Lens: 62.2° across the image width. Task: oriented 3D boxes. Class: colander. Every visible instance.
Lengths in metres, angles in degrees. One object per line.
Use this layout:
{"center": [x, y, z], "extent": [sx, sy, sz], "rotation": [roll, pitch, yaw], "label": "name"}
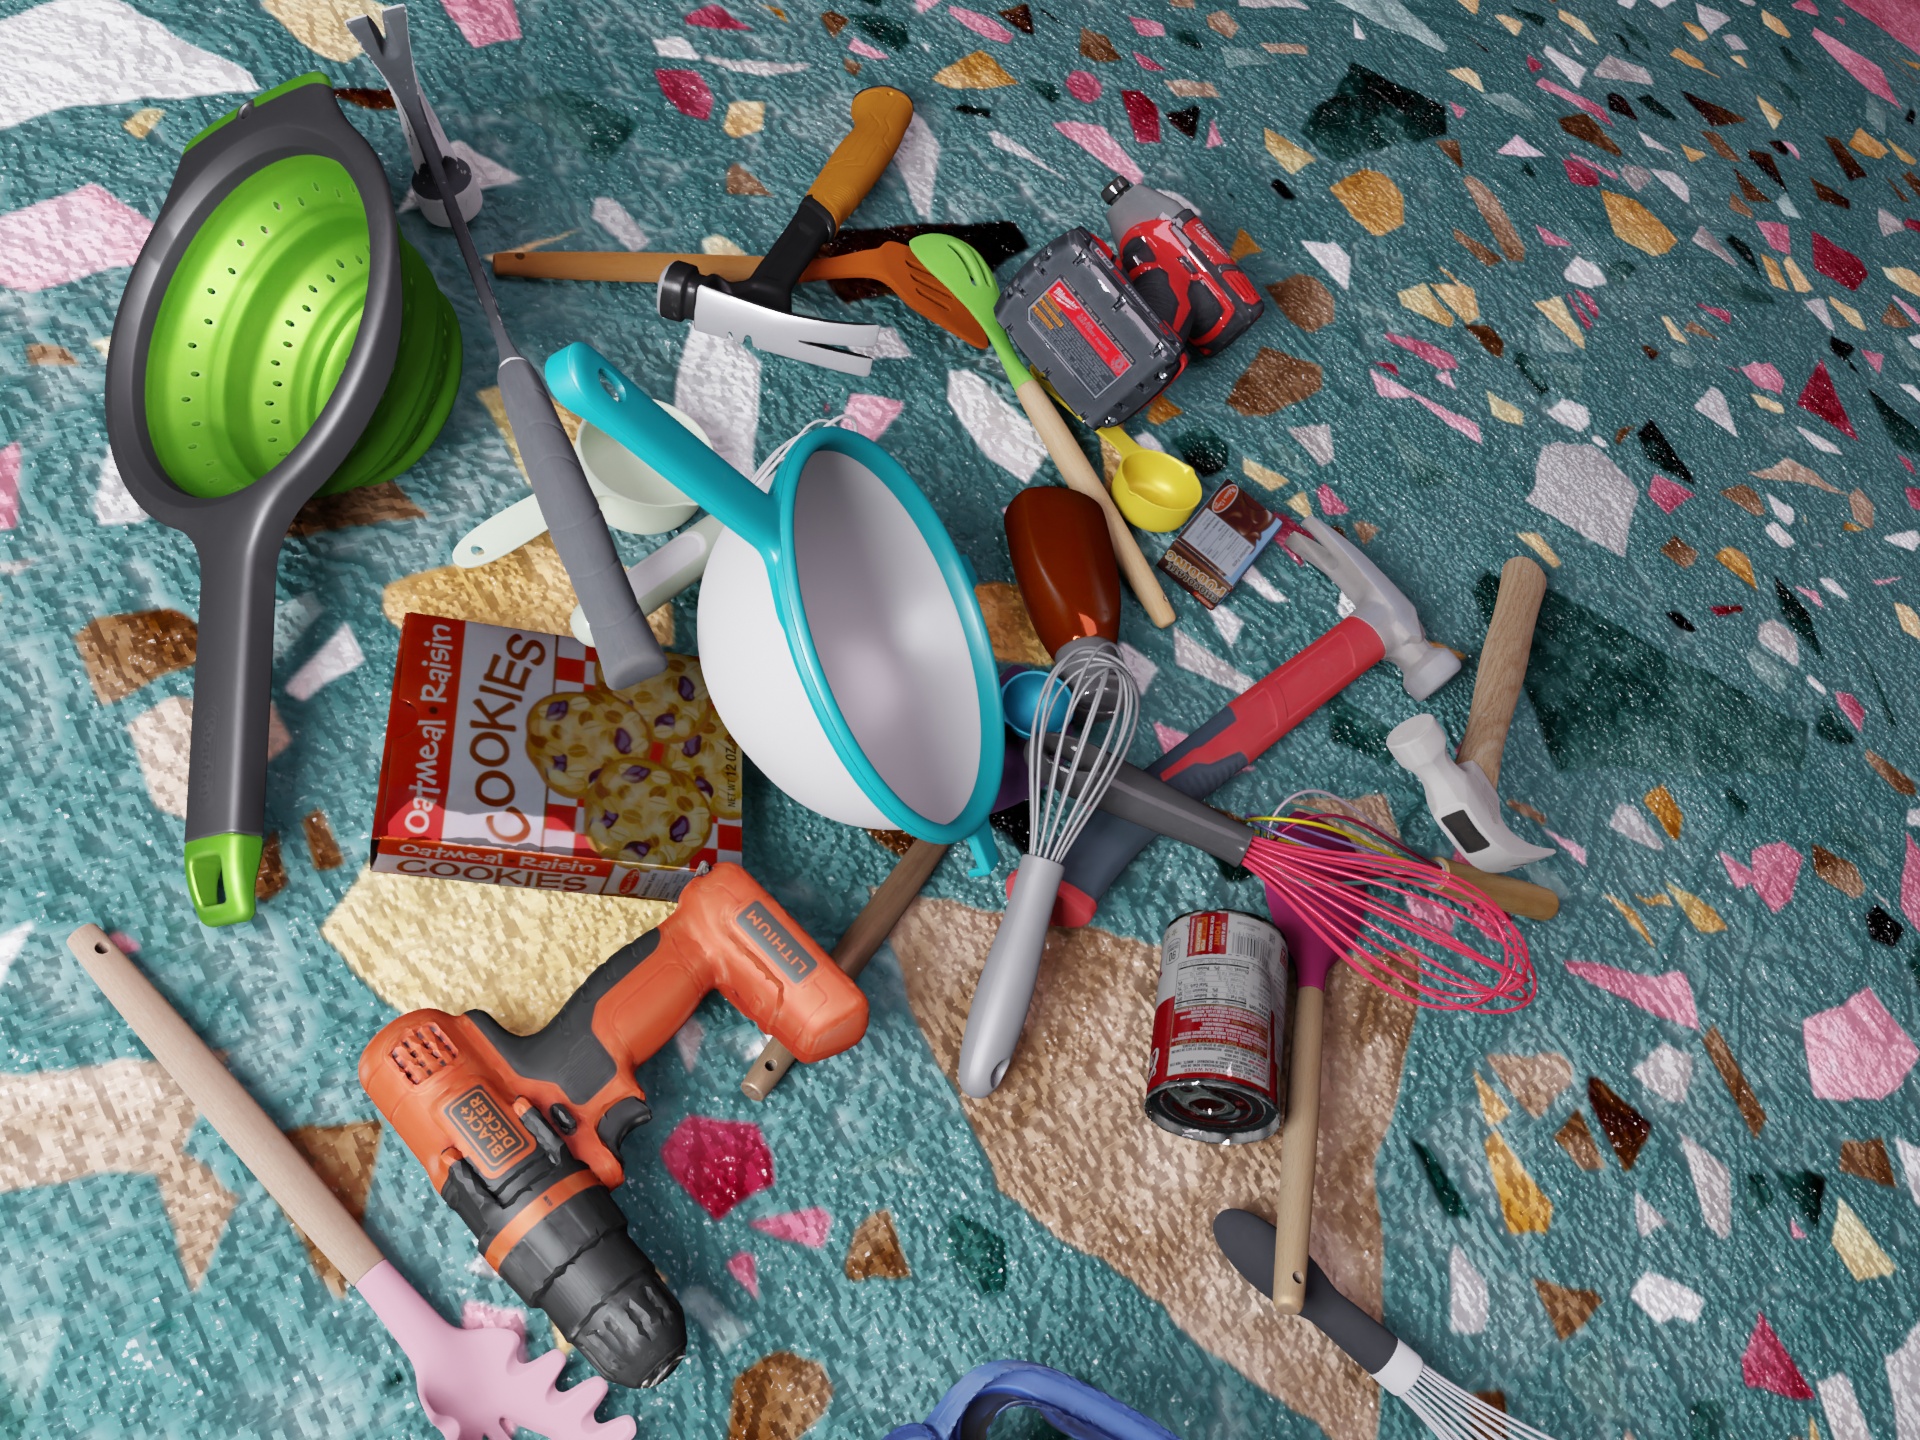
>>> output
{"center": [-0.307, -0.099, 0.751], "extent": [0.094, 0.204, 0.397], "rotation": [20, 62, -57], "label": "colander"}

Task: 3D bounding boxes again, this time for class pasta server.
{"center": [-0.248, 0.194, 0.627], "extent": [0.316, 0.040, 0.060], "rotation": [45, 39, 8], "label": "pasta server"}

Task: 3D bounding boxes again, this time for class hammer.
{"center": [0.346, -0.019, 1.019], "extent": [0.130, 0.031, 0.331], "rotation": [54, 37, -13], "label": "hammer"}
{"center": [-0.077, -0.327, 1.013], "extent": [0.127, 0.034, 0.337], "rotation": [17, 43, 1], "label": "hammer"}
{"center": [0.153, -0.001, 0.950], "extent": [0.386, 0.038, 0.143], "rotation": [-32, 76, -37], "label": "hammer"}
{"center": [-0.224, -0.184, 0.792], "extent": [0.036, 0.149, 0.409], "rotation": [-22, 64, -10], "label": "hammer"}

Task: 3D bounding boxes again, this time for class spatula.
{"center": [-0.128, -0.276, 1.000], "extent": [0.322, 0.041, 0.081], "rotation": [-6, 61, -24], "label": "spatula"}
{"center": [-0.020, 0.075, 0.828], "extent": [0.060, 0.018, 0.316], "rotation": [36, 50, 3], "label": "spatula"}

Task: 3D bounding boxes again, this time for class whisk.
{"center": [0.236, 0.334, 0.768], "extent": [0.284, 0.070, 0.070], "rotation": [39, 51, 8], "label": "whisk"}
{"center": [0.265, 0.087, 0.930], "extent": [0.244, 0.047, 0.051], "rotation": [16, 45, -28], "label": "whisk"}
{"center": [0.041, 0.072, 0.797], "extent": [0.055, 0.055, 0.239], "rotation": [20, 78, -13], "label": "whisk"}
{"center": [0.168, 0.076, 0.840], "extent": [0.296, 0.073, 0.073], "rotation": [26, 51, 5], "label": "whisk"}
{"center": [-0.123, -0.104, 0.853], "extent": [0.058, 0.059, 0.246], "rotation": [29, 42, 14], "label": "whisk"}

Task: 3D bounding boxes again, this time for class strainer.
{"center": [-0.097, -0.057, 0.742], "extent": [0.340, 0.095, 0.211], "rotation": [39, 40, -50], "label": "strainer"}

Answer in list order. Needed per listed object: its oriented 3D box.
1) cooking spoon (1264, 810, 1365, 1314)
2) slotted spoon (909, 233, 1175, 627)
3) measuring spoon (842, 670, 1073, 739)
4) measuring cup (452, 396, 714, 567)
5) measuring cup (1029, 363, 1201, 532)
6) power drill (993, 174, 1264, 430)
{"center": [0.186, 0.167, 0.851], "extent": [0.068, 0.017, 0.319], "rotation": [27, 44, -9], "label": "cooking spoon"}
{"center": [0.056, -0.194, 1.025], "extent": [0.070, 0.031, 0.314], "rotation": [-9, 66, -58], "label": "slotted spoon"}
{"center": [-0.001, -0.003, 0.881], "extent": [0.128, 0.021, 0.042], "rotation": [-3, 62, -7], "label": "measuring spoon"}
{"center": [-0.204, -0.114, 0.849], "extent": [0.083, 0.038, 0.167], "rotation": [45, 53, 6], "label": "measuring cup"}
{"center": [0.095, -0.180, 1.051], "extent": [0.062, 0.029, 0.157], "rotation": [-24, 61, -36], "label": "measuring cup"}
{"center": [0.118, -0.292, 1.072], "extent": [0.143, 0.078, 0.220], "rotation": [49, 39, -4], "label": "power drill"}
